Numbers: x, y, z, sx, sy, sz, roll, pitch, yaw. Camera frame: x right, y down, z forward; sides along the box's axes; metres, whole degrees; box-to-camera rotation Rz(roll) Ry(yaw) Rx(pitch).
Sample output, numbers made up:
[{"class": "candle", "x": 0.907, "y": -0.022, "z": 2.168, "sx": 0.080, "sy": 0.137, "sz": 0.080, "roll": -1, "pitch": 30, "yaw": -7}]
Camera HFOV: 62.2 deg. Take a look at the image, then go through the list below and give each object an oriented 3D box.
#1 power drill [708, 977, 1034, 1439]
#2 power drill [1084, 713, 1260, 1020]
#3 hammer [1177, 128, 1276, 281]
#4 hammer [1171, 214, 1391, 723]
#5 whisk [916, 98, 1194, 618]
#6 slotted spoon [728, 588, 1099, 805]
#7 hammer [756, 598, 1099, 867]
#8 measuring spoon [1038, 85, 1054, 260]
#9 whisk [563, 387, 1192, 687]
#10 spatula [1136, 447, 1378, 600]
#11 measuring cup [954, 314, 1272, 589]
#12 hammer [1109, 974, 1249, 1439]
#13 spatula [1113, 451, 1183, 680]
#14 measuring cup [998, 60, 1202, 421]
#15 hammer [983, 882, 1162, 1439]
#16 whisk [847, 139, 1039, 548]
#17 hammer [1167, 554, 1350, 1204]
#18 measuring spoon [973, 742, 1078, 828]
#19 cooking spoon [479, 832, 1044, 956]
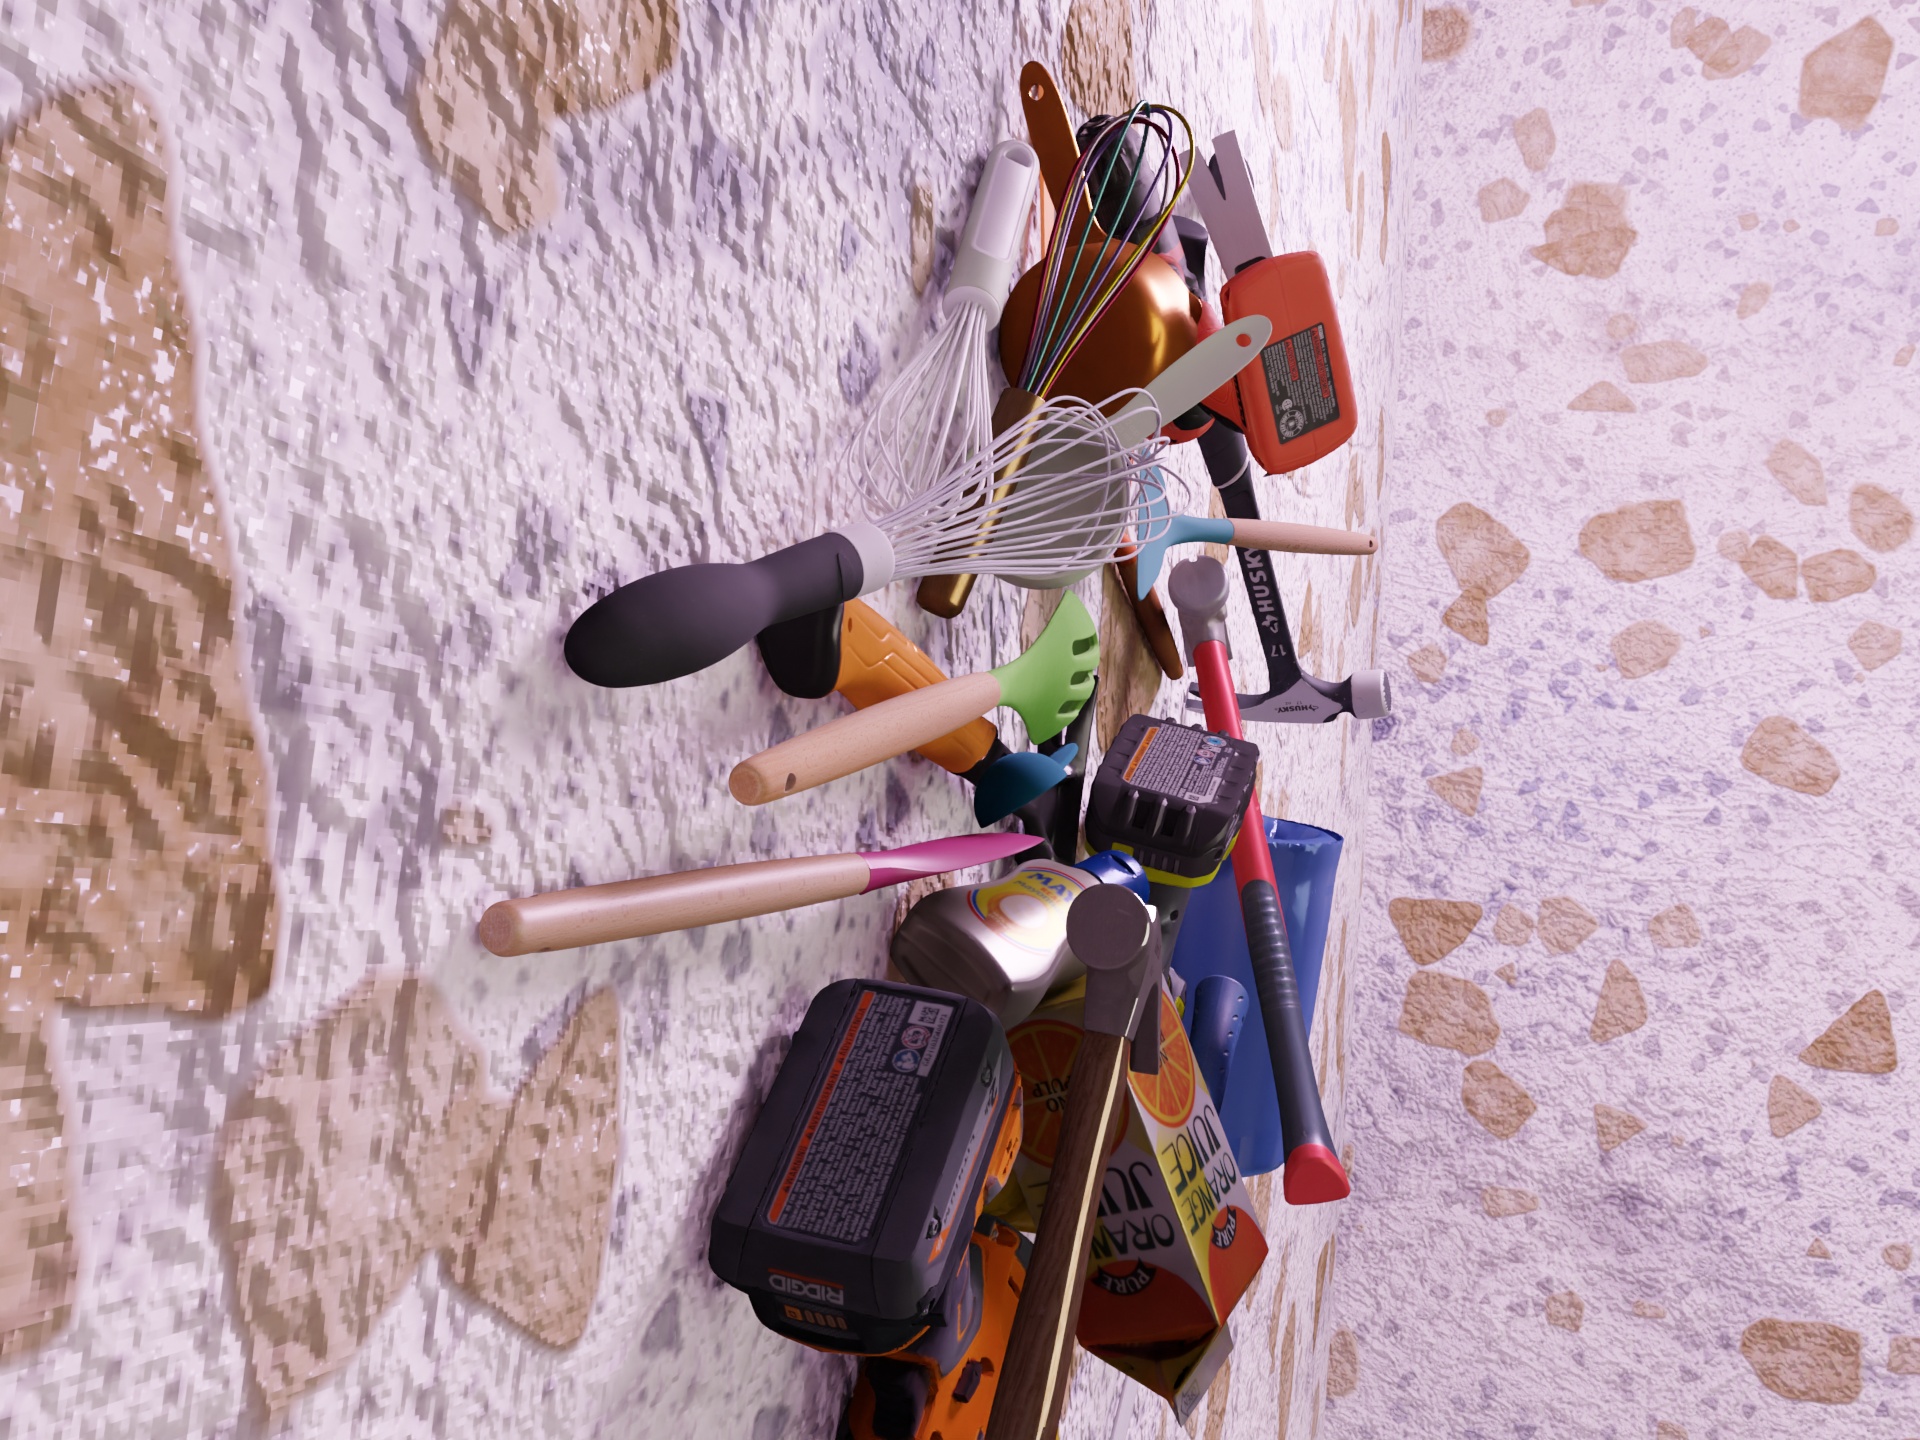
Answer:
[{"class": "power drill", "x": -0.024, "y": 0.224, "z": 0.594, "sx": 0.164, "sy": 0.084, "sz": 0.226, "roll": -66, "pitch": 156, "yaw": -43}, {"class": "power drill", "x": 0.100, "y": 0.125, "z": 0.889, "sx": 0.171, "sy": 0.080, "sz": 0.223, "roll": -49, "pitch": 151, "yaw": -62}, {"class": "hammer", "x": 0.179, "y": -0.328, "z": 1.028, "sx": 0.335, "sy": 0.035, "sz": 0.146, "roll": -78, "pitch": 145, "yaw": -60}, {"class": "hammer", "x": 0.184, "y": -0.153, "z": 1.082, "sx": 0.036, "sy": 0.149, "sz": 0.408, "roll": -70, "pitch": 145, "yaw": -45}, {"class": "whisk", "x": 0.040, "y": -0.157, "z": 0.678, "sx": 0.051, "sy": 0.047, "sz": 0.245, "roll": 111, "pitch": 2, "yaw": -84}, {"class": "slotted spoon", "x": -0.001, "y": -0.005, "z": 0.594, "sx": 0.314, "sy": 0.031, "sz": 0.070, "roll": -22, "pitch": 125, "yaw": -66}, {"class": "hammer", "x": -0.001, "y": -0.002, "z": 0.681, "sx": 0.336, "sy": 0.034, "sz": 0.127, "roll": 39, "pitch": 58, "yaw": -66}, {"class": "measuring spoon", "x": 0.039, "y": -0.262, "z": 0.788, "sx": 0.021, "sy": 0.011, "sz": 0.117, "roll": 4, "pitch": 86, "yaw": -71}, {"class": "whisk", "x": -0.013, "y": -0.061, "z": 0.522, "sx": 0.284, "sy": 0.070, "sz": 0.070, "roll": -25, "pitch": 119, "yaw": -46}, {"class": "spatula", "x": 0.186, "y": -0.113, "z": 0.980, "sx": 0.317, "sy": 0.044, "sz": 0.082, "roll": -4, "pitch": 96, "yaw": -47}, {"class": "measuring cup", "x": 0.071, "y": -0.123, "z": 0.711, "sx": 0.167, "sy": 0.083, "sz": 0.038, "roll": -38, "pitch": 170, "yaw": -5}, {"class": "hammer", "x": 0.103, "y": 0.304, "z": 0.844, "sx": 0.406, "sy": 0.035, "sz": 0.144, "roll": -64, "pitch": 150, "yaw": -46}, {"class": "spatula", "x": 0.116, "y": -0.091, "z": 0.985, "sx": 0.322, "sy": 0.041, "sz": 0.081, "roll": 52, "pitch": 42, "yaw": -63}, {"class": "measuring cup", "x": 0.049, "y": -0.217, "z": 0.736, "sx": 0.052, "sy": 0.095, "sz": 0.173, "roll": -38, "pitch": 113, "yaw": -57}, {"class": "hammer", "x": 0.030, "y": 0.230, "z": 0.590, "sx": 0.130, "sy": 0.031, "sz": 0.331, "roll": 51, "pitch": 52, "yaw": -71}, {"class": "whisk", "x": 0.003, "y": -0.163, "z": 0.651, "sx": 0.059, "sy": 0.057, "sz": 0.247, "roll": 125, "pitch": -17, "yaw": -51}, {"class": "hammer", "x": 0.181, "y": 0.098, "z": 0.980, "sx": 0.143, "sy": 0.038, "sz": 0.387, "roll": 60, "pitch": 21, "yaw": -66}, {"class": "measuring spoon", "x": 0.031, "y": 0.018, "z": 0.694, "sx": 0.021, "sy": 0.042, "sz": 0.128, "roll": 57, "pitch": 16, "yaw": -1}, {"class": "cooking spoon", "x": -0.049, "y": 0.054, "z": 0.541, "sx": 0.318, "sy": 0.069, "sz": 0.017, "roll": 1, "pitch": 74, "yaw": -65}]
